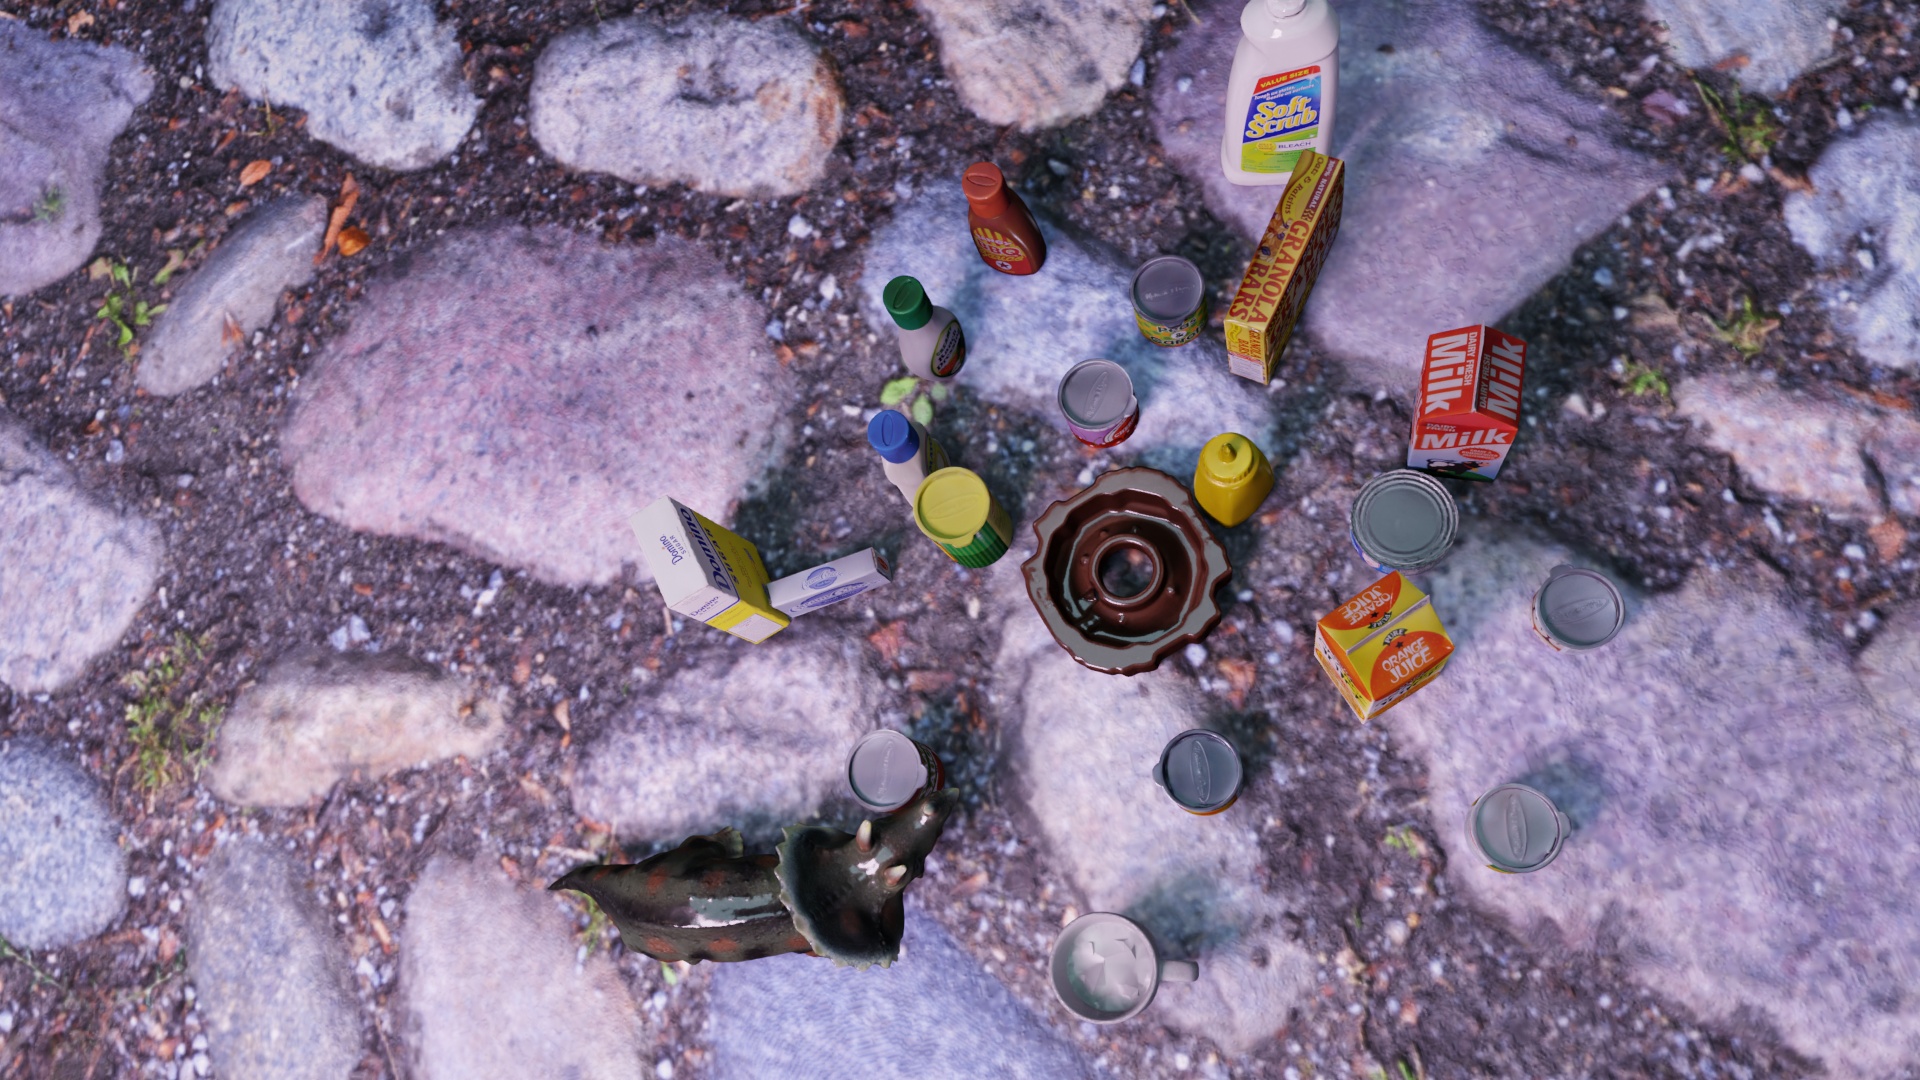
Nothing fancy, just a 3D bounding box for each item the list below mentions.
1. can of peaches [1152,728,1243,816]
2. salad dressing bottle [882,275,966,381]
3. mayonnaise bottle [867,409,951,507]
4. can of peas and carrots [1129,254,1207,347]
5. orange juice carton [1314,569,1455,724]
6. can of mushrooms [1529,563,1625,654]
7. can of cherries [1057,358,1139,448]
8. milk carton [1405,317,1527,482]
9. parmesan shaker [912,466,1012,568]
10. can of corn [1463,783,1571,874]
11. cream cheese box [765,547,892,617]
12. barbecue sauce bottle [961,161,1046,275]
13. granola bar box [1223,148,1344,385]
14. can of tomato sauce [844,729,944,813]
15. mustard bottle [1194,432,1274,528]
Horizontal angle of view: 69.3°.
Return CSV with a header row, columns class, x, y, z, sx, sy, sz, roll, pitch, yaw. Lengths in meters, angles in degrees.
class,x,y,z,sx,sy,sz,roll,pitch,yaw
can of peaches,0.194,0.190,1.130,0.071,0.058,0.071,-3,75,12
salad dressing bottle,-0.033,-0.189,1.239,0.044,0.147,0.064,26,83,18
mayonnaise bottle,-0.043,-0.073,1.209,0.041,0.148,0.065,-4,75,12
can of peas and carrots,0.187,-0.211,1.240,0.071,0.058,0.071,-3,75,12
orange juice carton,0.320,0.081,1.058,0.072,0.192,0.073,-33,71,3
can of mushrooms,0.491,0.055,1.109,0.071,0.033,0.071,-3,75,12
can of cherries,0.125,-0.119,1.230,0.071,0.058,0.071,-3,75,12
milk carton,0.397,-0.107,1.092,0.073,0.190,0.072,7,77,15
parmesan shaker,0.004,-0.015,1.206,0.071,0.103,0.071,-3,75,13
can of corn,0.426,0.222,1.066,0.071,0.058,0.071,-3,75,12
cream cheese box,-0.117,0.038,1.246,0.104,0.053,0.024,-19,72,8
barbecue sauce bottle,0.035,-0.289,1.249,0.065,0.148,0.044,17,80,17
granola bar box,0.279,-0.231,1.189,0.039,0.124,0.166,23,82,18
can of tomato sauce,-0.052,0.197,1.172,0.071,0.083,0.071,-3,75,13
mustard bottle,0.222,-0.056,1.136,0.065,0.160,0.049,-46,71,-1
